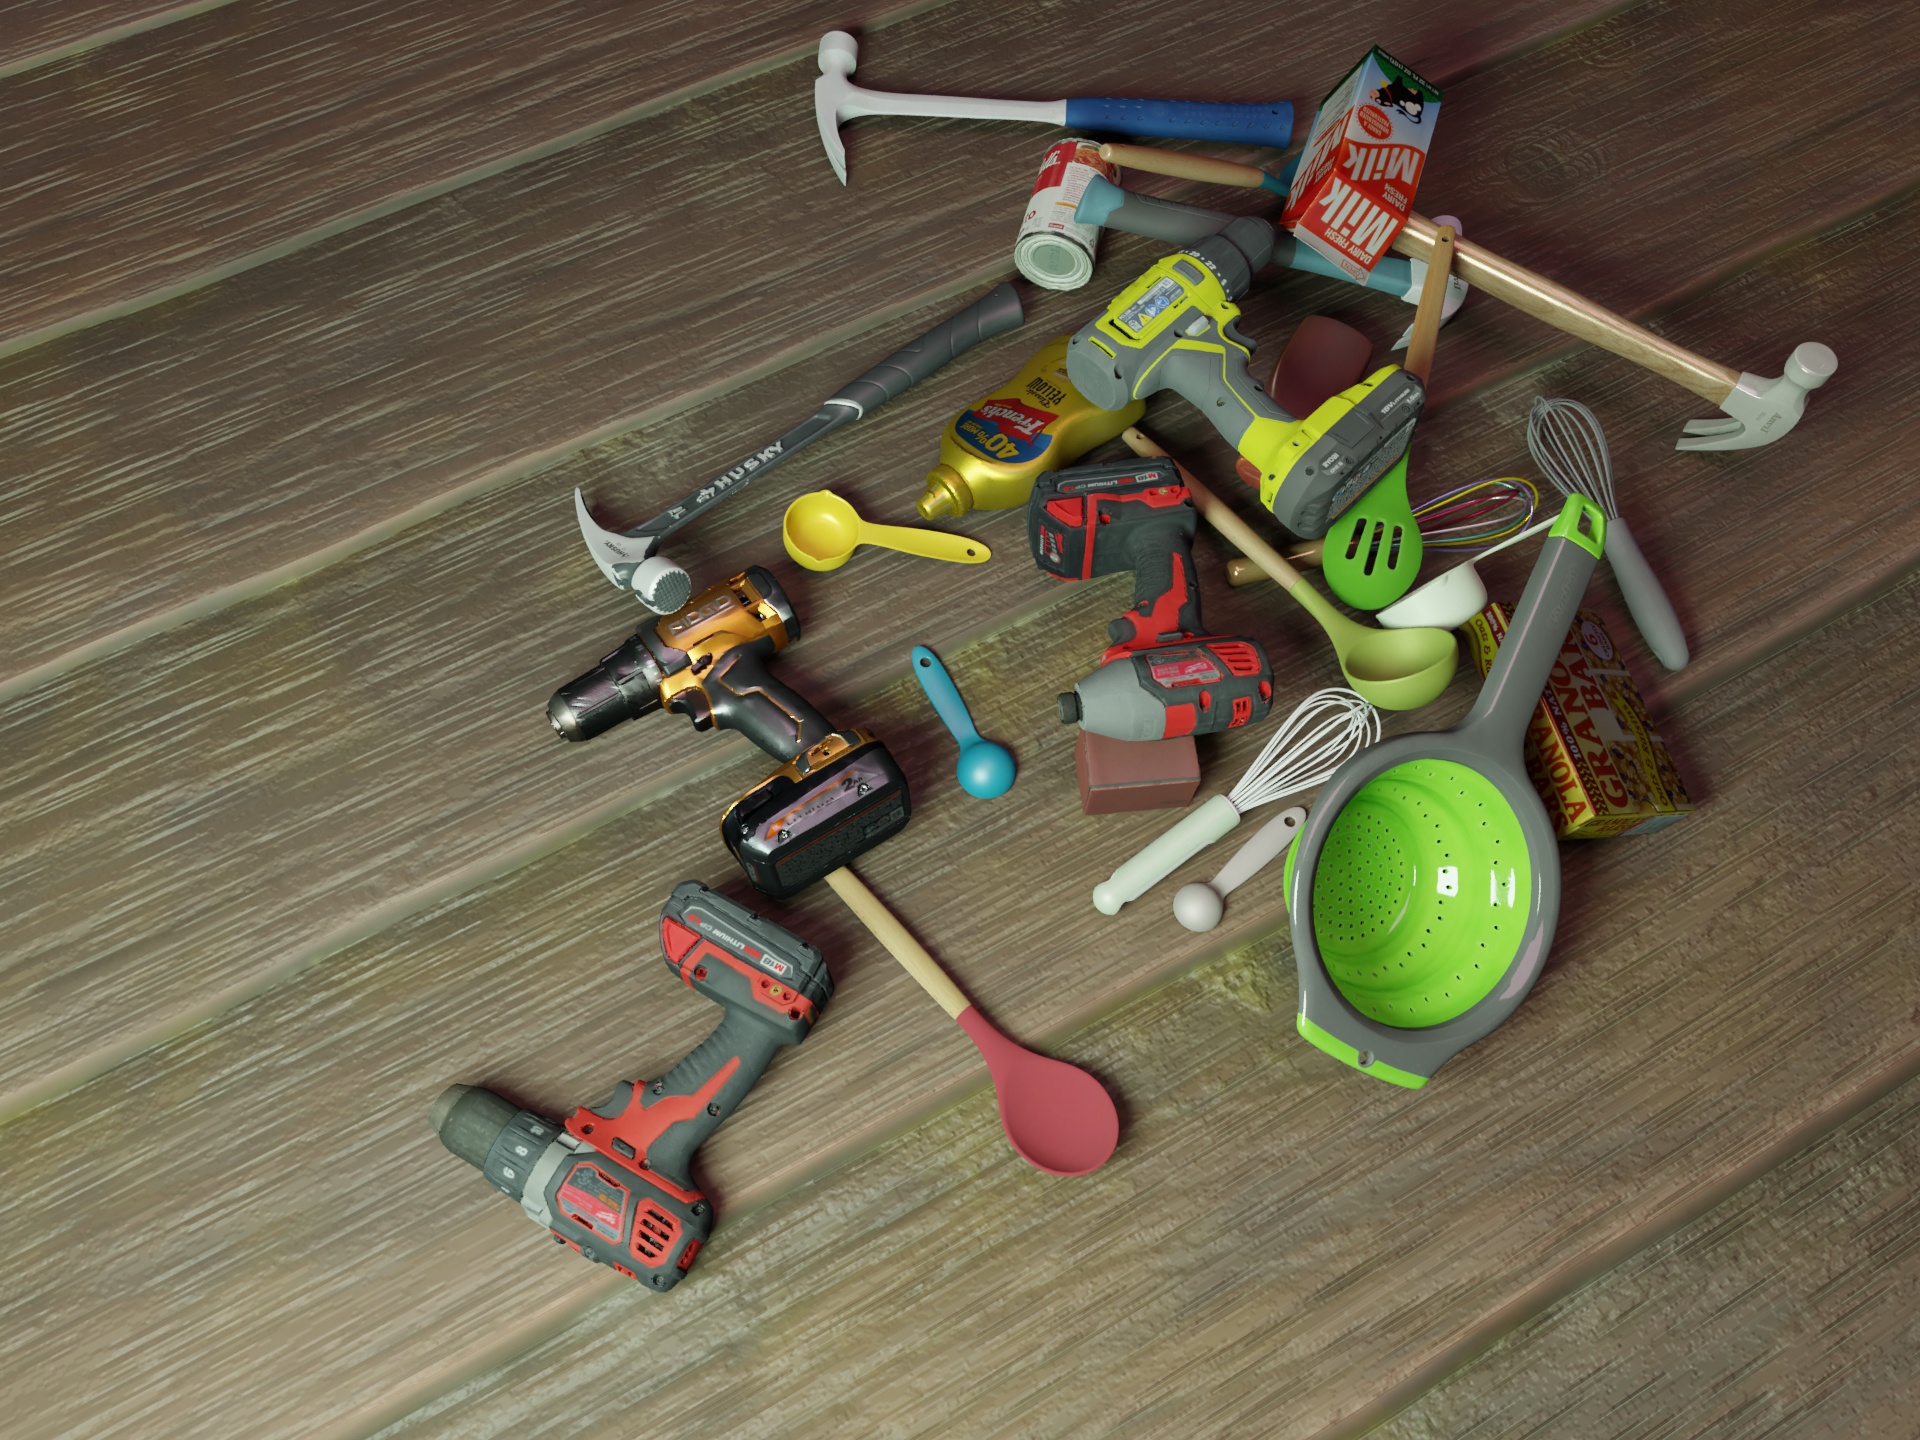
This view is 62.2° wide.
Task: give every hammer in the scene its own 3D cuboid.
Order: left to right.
[{"bbox_3d":[-0.107,-0.225,1.202,0.409,0.036,0.149,-37,48,-22],"label":"hammer"},{"bbox_3d":[0.078,-0.511,1.350,0.405,0.035,0.144,3,66,-1],"label":"hammer"},{"bbox_3d":[0.250,-0.378,1.264,0.331,0.033,0.128,10,65,-11],"label":"hammer"},{"bbox_3d":[0.484,-0.306,1.224,0.331,0.130,0.031,31,68,13],"label":"hammer"}]

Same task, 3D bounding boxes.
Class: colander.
[{"bbox_3d":[0.313,0.034,1.040,0.204,0.094,0.397,28,83,-20],"label":"colander"}]

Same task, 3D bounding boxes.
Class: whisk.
[{"bbox_3d":[0.191,0.057,1.097,0.246,0.057,0.059,-35,81,-11],"label":"whisk"},{"bbox_3d":[0.316,-0.141,1.191,0.245,0.047,0.051,-14,68,-4],"label":"whisk"},{"bbox_3d":[0.489,-0.144,1.200,0.055,0.055,0.239,-16,73,-9],"label":"whisk"}]

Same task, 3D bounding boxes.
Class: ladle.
[{"bbox_3d":[-0.016,0.174,1.048,0.069,0.031,0.316,-38,71,-19],"label":"ladle"},{"bbox_3d":[0.226,-0.122,1.144,0.078,0.062,0.320,-31,62,-22],"label":"ladle"}]

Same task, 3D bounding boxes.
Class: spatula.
[{"bbox_3d":[0.222,-0.444,1.259,0.317,0.044,0.082,-11,45,-43],"label":"spatula"}]

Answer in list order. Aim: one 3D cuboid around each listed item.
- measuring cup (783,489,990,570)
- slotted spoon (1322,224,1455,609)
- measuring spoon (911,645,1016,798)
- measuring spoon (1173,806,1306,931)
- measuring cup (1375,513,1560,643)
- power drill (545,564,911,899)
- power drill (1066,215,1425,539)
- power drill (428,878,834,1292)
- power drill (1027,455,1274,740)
[{"bbox_3d":[-0.056,-0.131,1.188,0.156,0.029,0.062,8,65,-11],"label":"measuring cup"},{"bbox_3d":[0.331,-0.231,1.181,0.070,0.031,0.314,13,76,11],"label":"slotted spoon"},{"bbox_3d":[-0.002,-0.004,1.128,0.042,0.021,0.129,-25,71,-13],"label":"measuring spoon"},{"bbox_3d":[0.195,0.098,1.093,0.124,0.018,0.034,-40,73,-18],"label":"measuring spoon"},{"bbox_3d":[0.381,-0.102,1.149,0.167,0.083,0.038,-29,87,-4],"label":"measuring cup"},{"bbox_3d":[-0.160,0.012,1.078,0.185,0.084,0.226,-30,60,-14],"label":"power drill"},{"bbox_3d":[0.217,-0.257,1.148,0.190,0.080,0.229,-42,71,-15],"label":"power drill"},{"bbox_3d":[-0.203,0.215,0.998,0.188,0.080,0.227,27,71,10],"label":"power drill"},{"bbox_3d":[0.119,-0.079,1.107,0.143,0.078,0.220,-9,52,-7],"label":"power drill"}]
